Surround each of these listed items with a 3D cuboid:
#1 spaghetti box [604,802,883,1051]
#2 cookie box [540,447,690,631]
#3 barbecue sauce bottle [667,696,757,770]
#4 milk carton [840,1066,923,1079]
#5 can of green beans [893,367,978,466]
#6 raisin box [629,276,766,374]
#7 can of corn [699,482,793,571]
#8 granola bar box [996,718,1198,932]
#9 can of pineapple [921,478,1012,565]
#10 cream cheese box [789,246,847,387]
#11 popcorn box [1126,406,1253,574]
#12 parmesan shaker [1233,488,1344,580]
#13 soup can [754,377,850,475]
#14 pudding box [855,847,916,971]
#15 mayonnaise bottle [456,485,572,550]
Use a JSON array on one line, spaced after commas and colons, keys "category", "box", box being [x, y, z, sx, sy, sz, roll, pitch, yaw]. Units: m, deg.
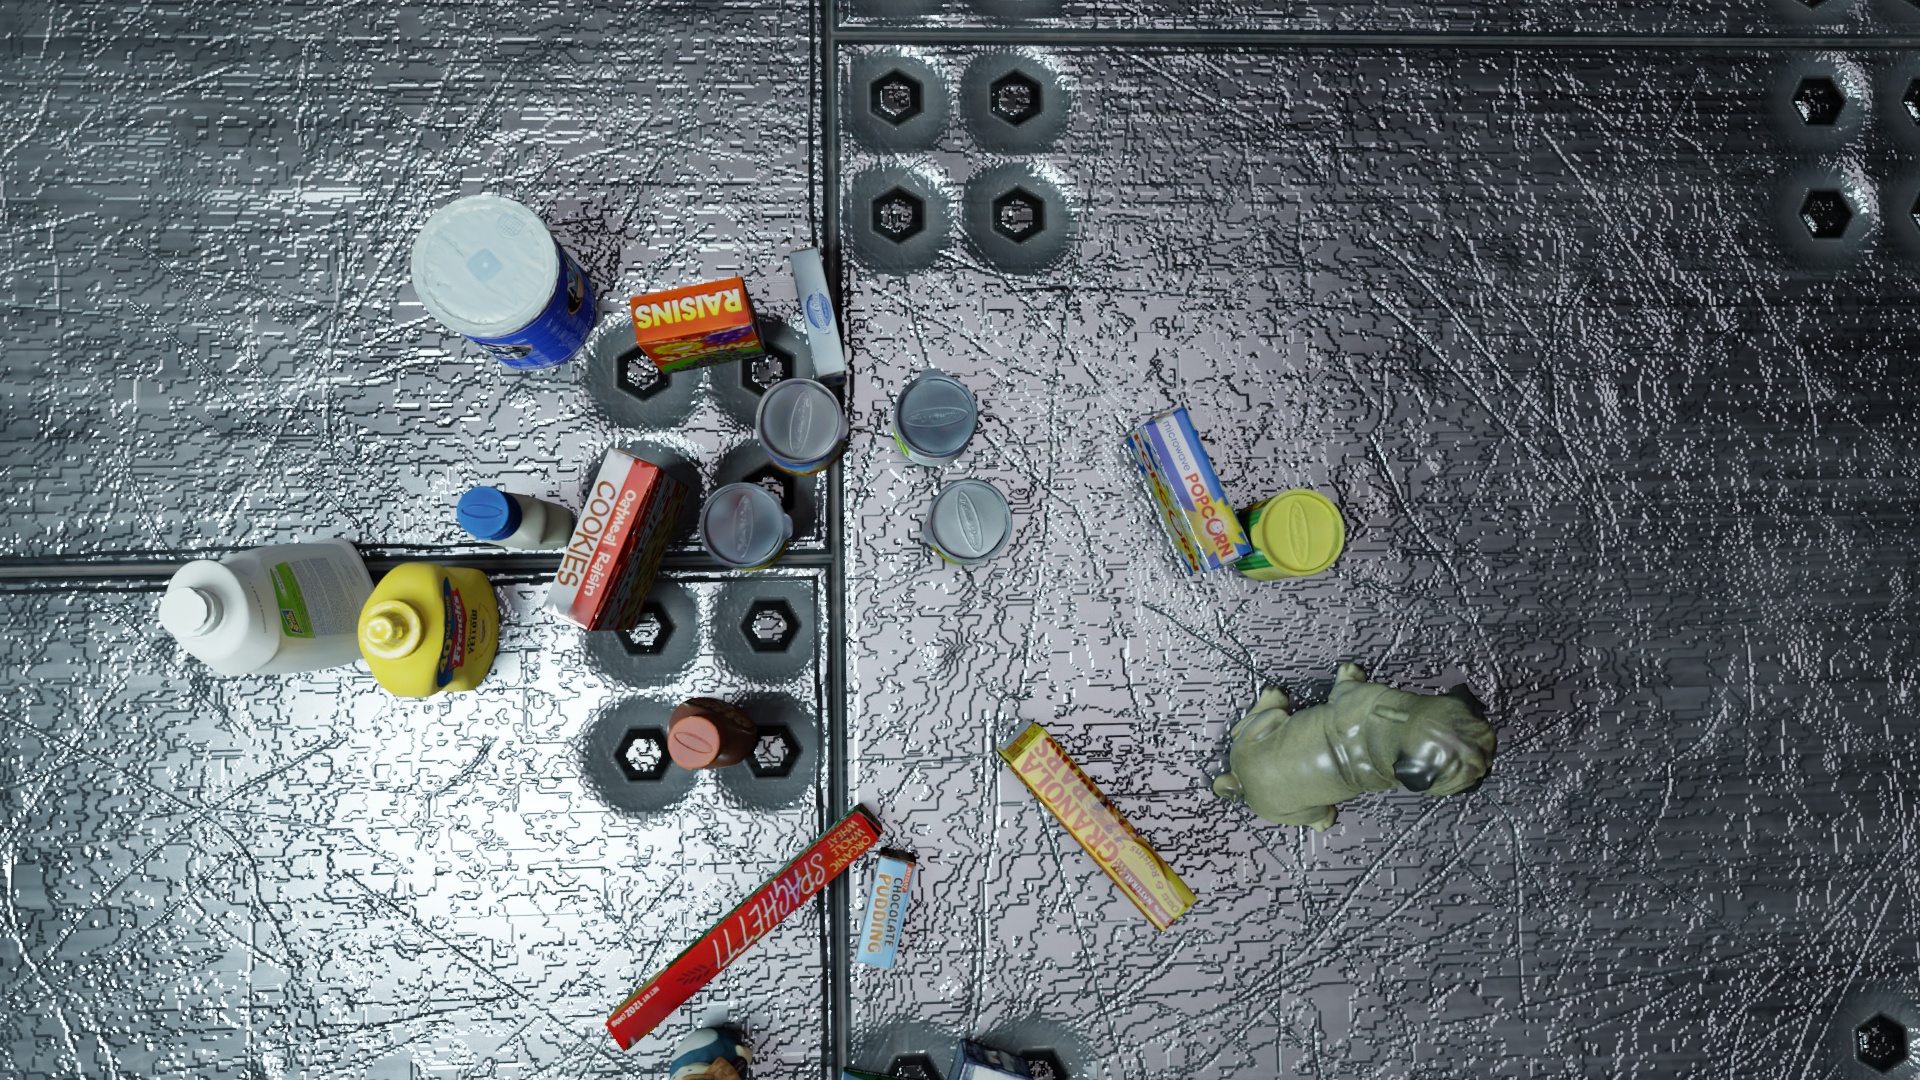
[{"category": "spaghetti box", "box": [-0.163, 0.293, 1.067, 0.250, 0.050, 0.028, -40, 89, -5]}, {"category": "cookie box", "box": [-0.249, 0.004, 1.024, 0.040, 0.167, 0.123, 21, 85, -2]}, {"category": "barbecue sauce bottle", "box": [-0.188, 0.144, 1.027, 0.065, 0.148, 0.043, 24, 85, -2]}, {"category": "milk carton", "box": [-0.058, 0.447, 0.991, 0.072, 0.190, 0.073, 11, 86, -3]}, {"category": "can of green beans", "box": [-0.020, -0.094, 1.101, 0.071, 0.058, 0.071, 0, 86, -3]}, {"category": "raisin box", "box": [-0.199, -0.162, 1.062, 0.086, 0.123, 0.040, -11, 87, -4]}, {"category": "can of corn", "box": [-0.165, -0.009, 1.085, 0.071, 0.058, 0.071, 0, 86, -3]}, {"category": "granola bar box", "box": [0.099, 0.212, 1.052, 0.039, 0.124, 0.165, -42, 89, -5]}, {"category": "can of pineapple", "box": [0.004, -0.014, 1.096, 0.071, 0.058, 0.071, 0, 86, -3]}, {"category": "cream cheese box", "box": [-0.112, -0.176, 1.104, 0.024, 0.053, 0.104, -13, 87, -4]}, {"category": "popcorn box", "box": [0.178, -0.038, 1.095, 0.038, 0.085, 0.126, -24, 88, -5]}, {"category": "parmesan shaker", "box": [0.249, -0.003, 1.088, 0.071, 0.103, 0.071, 0, 86, -3]}, {"category": "soup can", "box": [-0.121, -0.086, 1.081, 0.071, 0.083, 0.071, 0, 86, -3]}, {"category": "pudding box", "box": [-0.057, 0.284, 1.074, 0.030, 0.049, 0.083, 14, 85, -2]}, {"category": "mayonnaise bottle", "box": [-0.333, -0.016, 1.030, 0.065, 0.148, 0.041, 4, 86, -3]}]
